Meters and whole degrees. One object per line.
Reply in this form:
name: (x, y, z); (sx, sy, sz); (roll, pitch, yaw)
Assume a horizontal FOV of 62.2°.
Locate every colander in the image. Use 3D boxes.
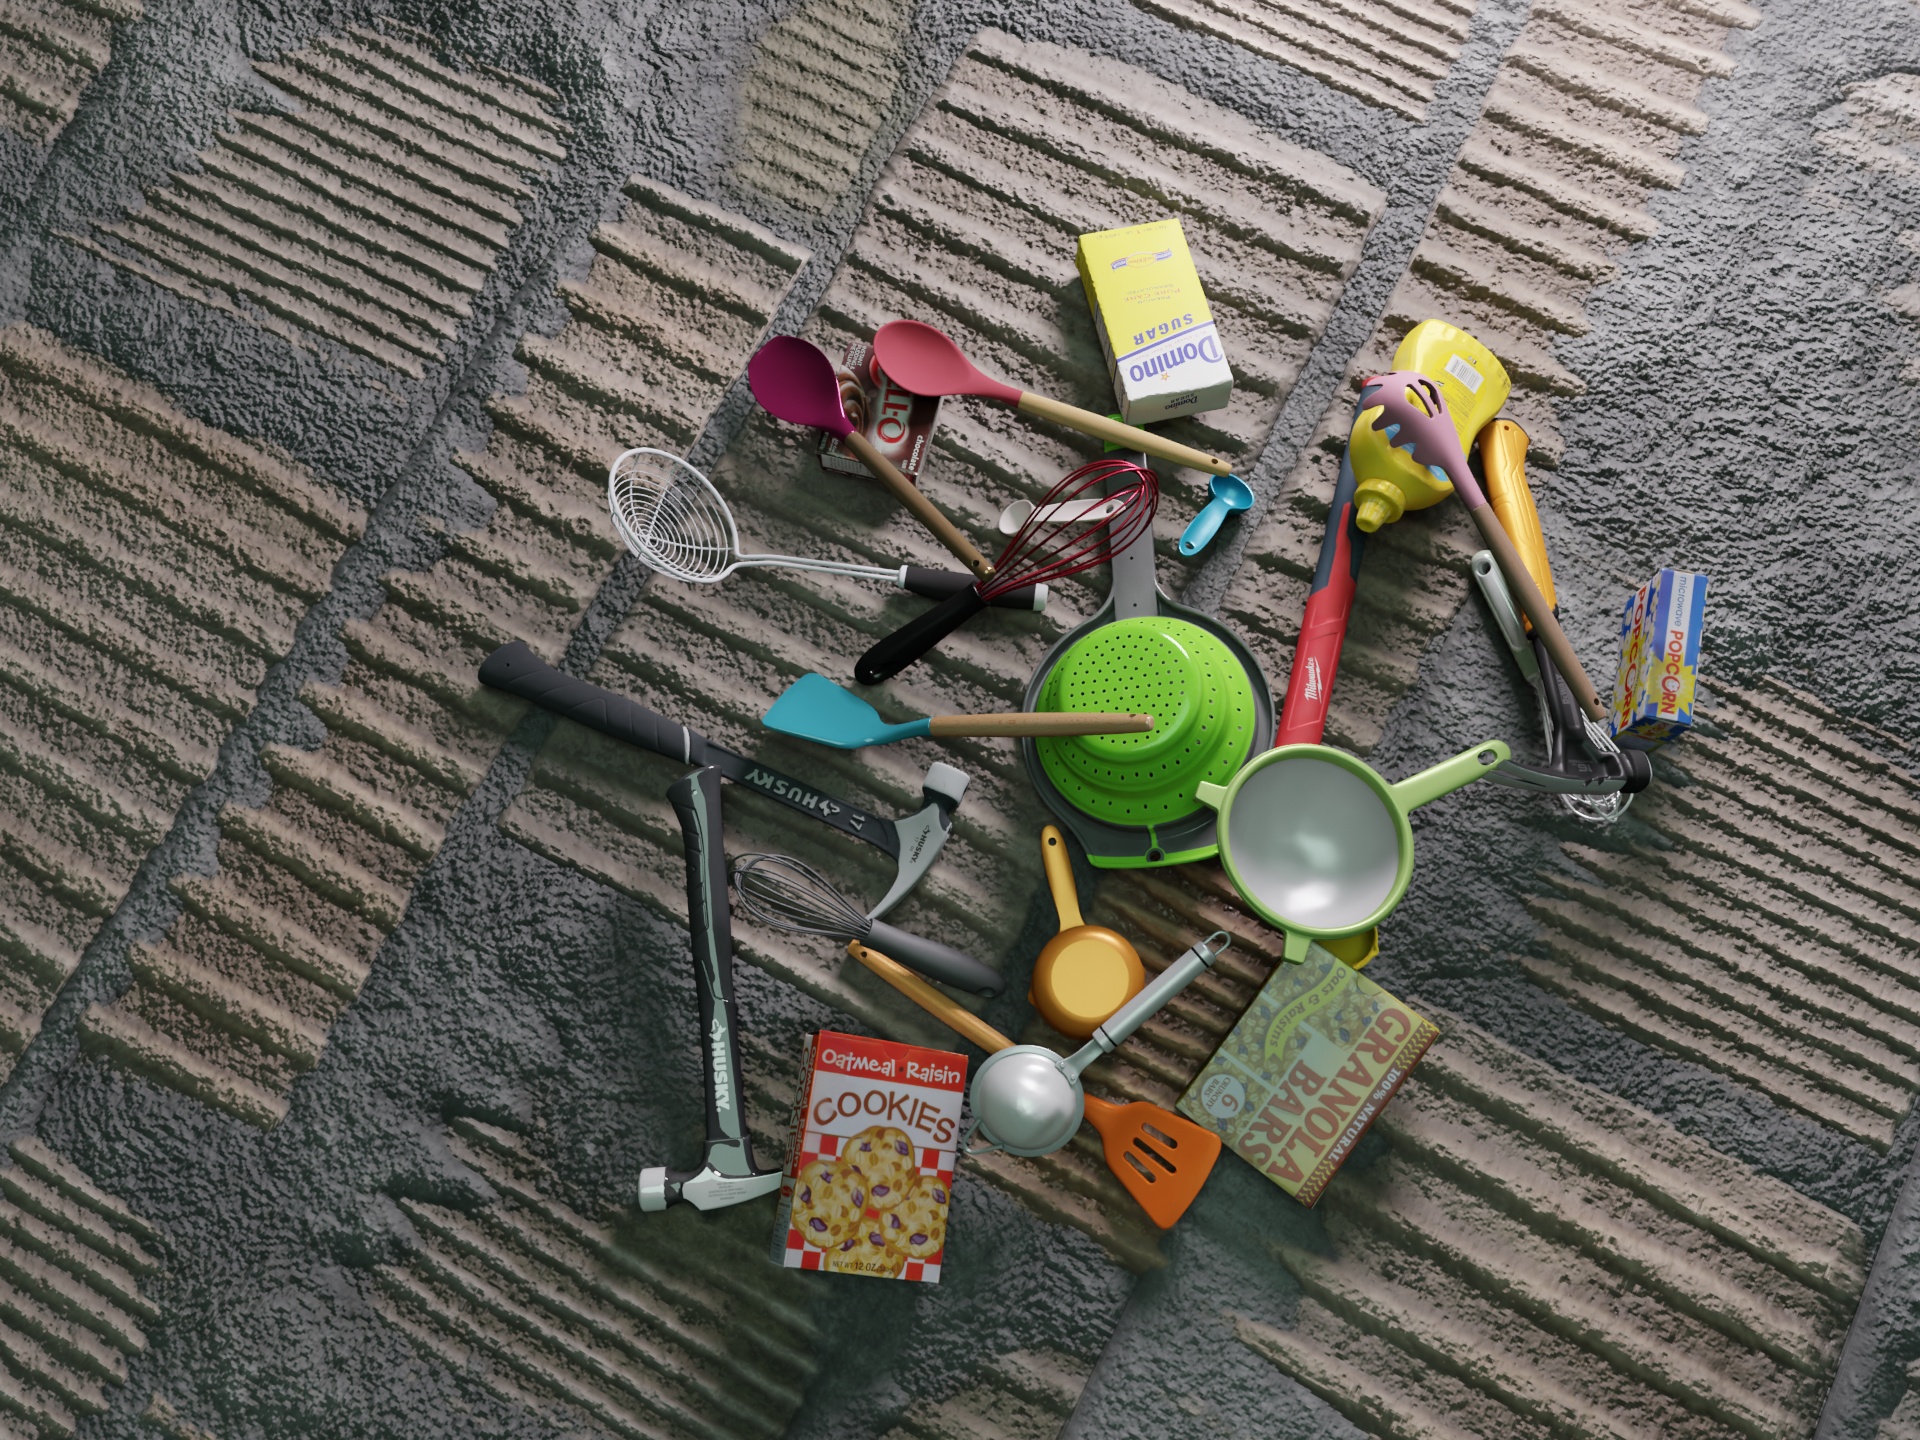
colander: (0.135, -0.086, 1.263); (0.204, 0.094, 0.397); (-7, 69, 14)

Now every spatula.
spatula: (0.045, 0.261, 1.217); (0.323, 0.041, 0.081); (33, 90, 11)
spatula: (-0.002, -0.004, 1.224); (0.317, 0.044, 0.082); (-1, 31, 29)

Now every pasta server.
pasta server: (0.409, -0.138, 1.226); (0.060, 0.040, 0.316); (-25, 83, -18)

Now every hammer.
hammer: (0.291, -0.110, 1.310); (0.143, 0.038, 0.386); (14, 76, 7)
hammer: (-0.206, 0.033, 1.288); (0.409, 0.036, 0.149); (23, 78, 8)
hammer: (0.452, -0.099, 1.271); (0.127, 0.034, 0.337); (3, 64, -12)
hammer: (-0.184, 0.201, 1.225); (0.146, 0.035, 0.335); (-6, 82, 0)

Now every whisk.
whisk: (0.032, -0.113, 1.267); (0.296, 0.073, 0.073); (-34, 76, 18)
whisk: (-0.069, 0.159, 1.214); (0.238, 0.055, 0.055); (26, 76, -15)
whisk: (0.471, -0.030, 1.281); (0.058, 0.059, 0.246); (-34, 67, 34)

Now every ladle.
ladle: (0.075, -0.260, 1.322); (0.315, 0.031, 0.069); (21, 66, 5)

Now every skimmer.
skimmer: (-0.105, -0.148, 1.304); (0.363, 0.090, 0.127); (8, 44, 1)

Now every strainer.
strainer: (0.100, 0.241, 1.178); (0.258, 0.050, 0.087); (-41, 92, 1)
strainer: (0.306, 0.079, 1.217); (0.256, 0.069, 0.152); (-23, 73, -17)

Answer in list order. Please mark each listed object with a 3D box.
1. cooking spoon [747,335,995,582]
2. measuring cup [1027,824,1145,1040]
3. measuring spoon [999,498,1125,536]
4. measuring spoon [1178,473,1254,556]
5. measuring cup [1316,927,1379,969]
cooking spoon: (-0.074, -0.215, 1.300); (0.069, 0.017, 0.319); (-44, 63, 2)
measuring cup: (0.089, 0.161, 1.236); (0.095, 0.052, 0.174); (-13, 77, -2)
measuring spoon: (0.086, -0.167, 1.311); (0.124, 0.018, 0.034); (1, 62, 39)
measuring spoon: (0.203, -0.163, 1.309); (0.042, 0.021, 0.129); (37, 47, 5)
measuring cup: (0.315, 0.127, 1.254); (0.062, 0.029, 0.156); (24, 75, 7)
